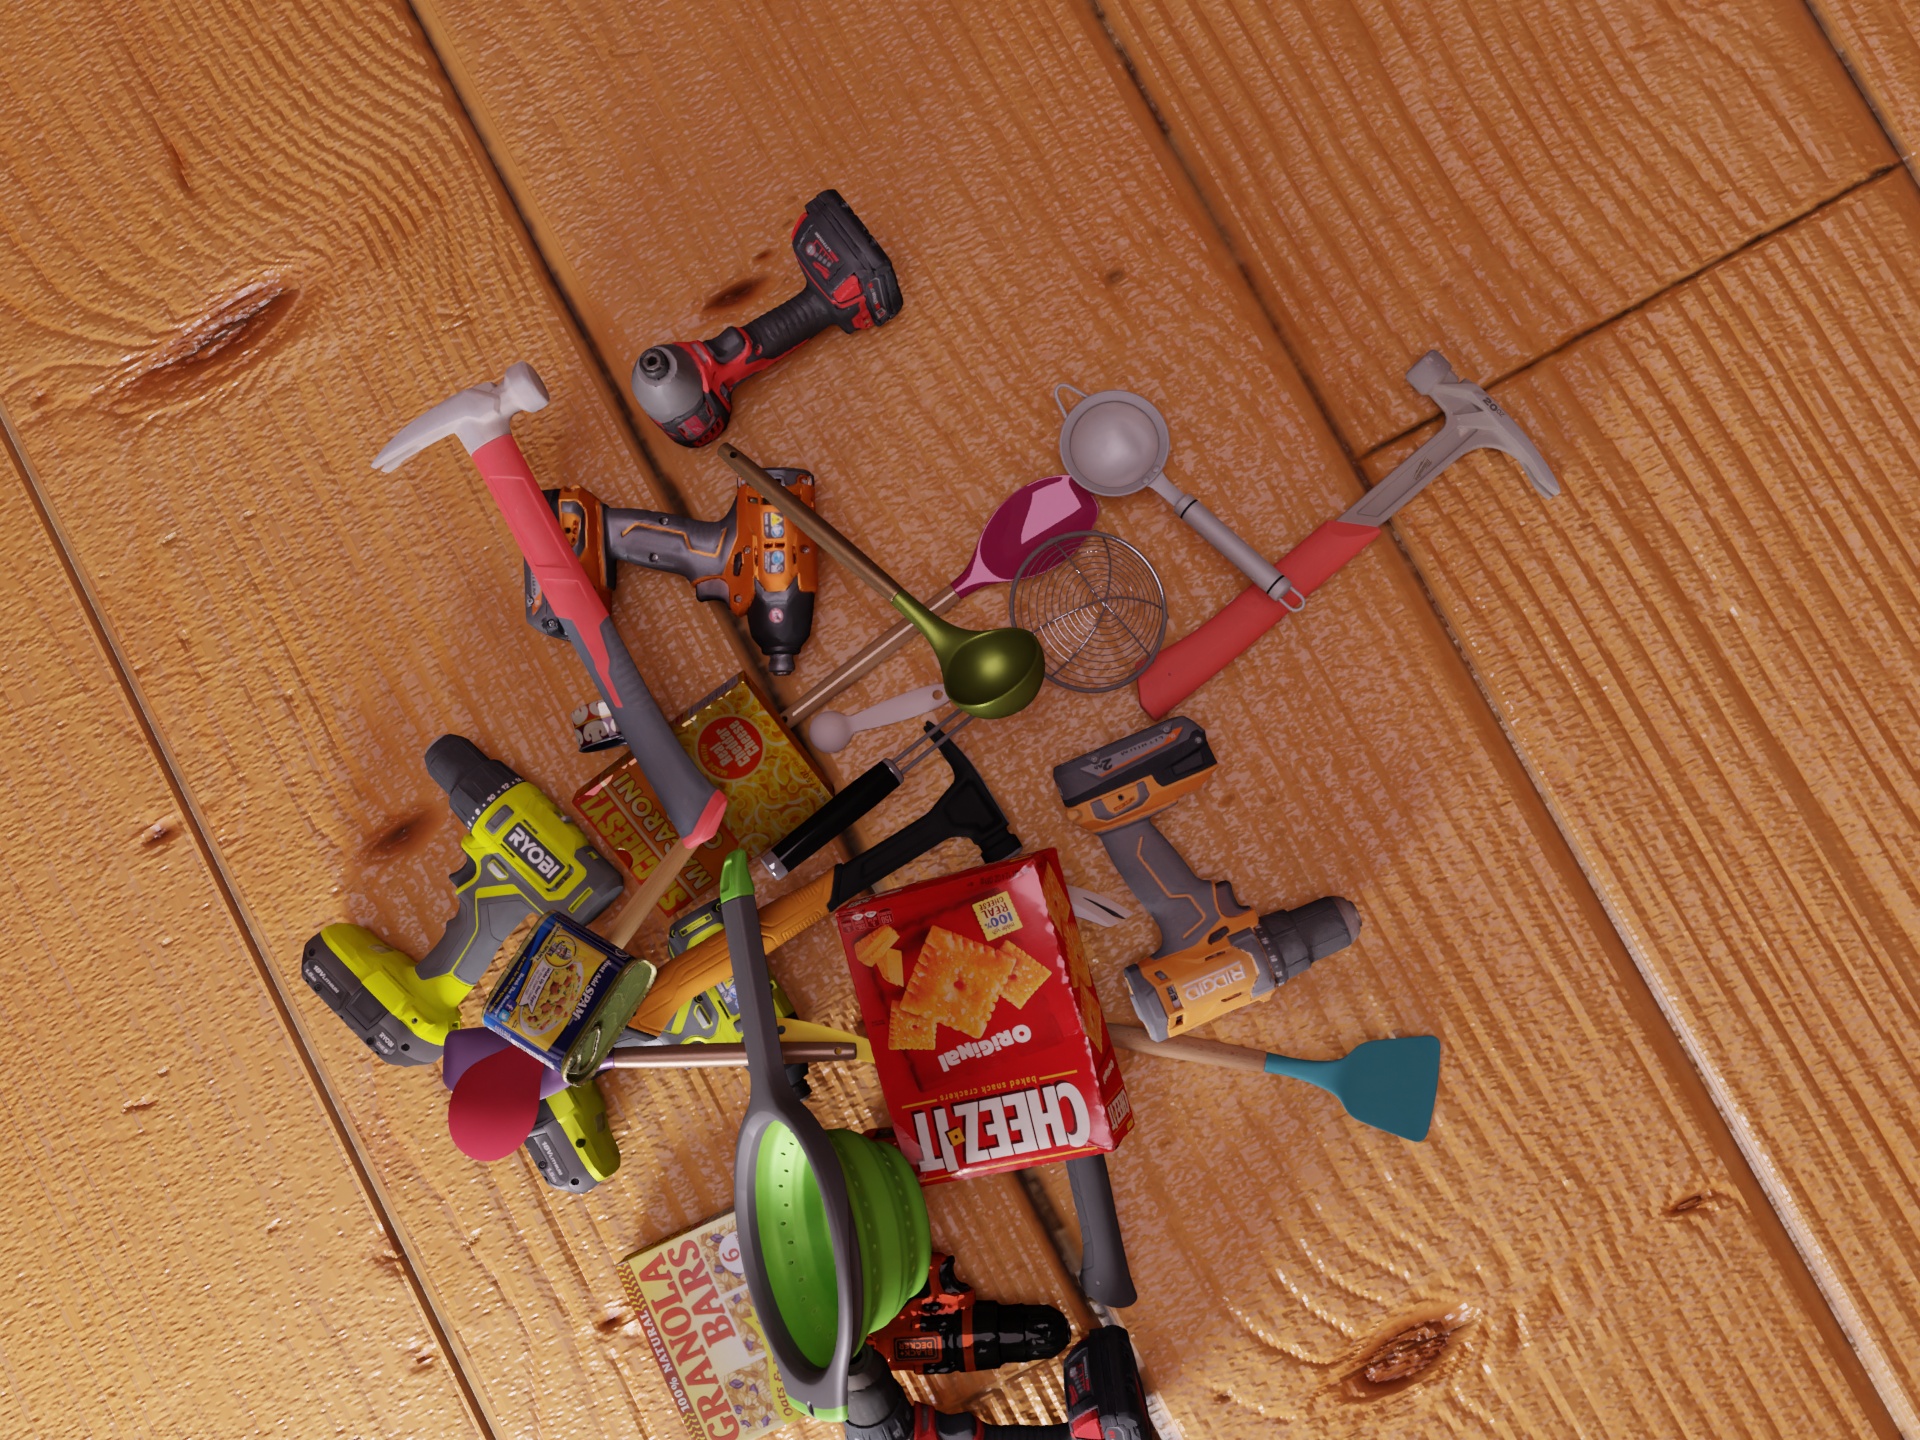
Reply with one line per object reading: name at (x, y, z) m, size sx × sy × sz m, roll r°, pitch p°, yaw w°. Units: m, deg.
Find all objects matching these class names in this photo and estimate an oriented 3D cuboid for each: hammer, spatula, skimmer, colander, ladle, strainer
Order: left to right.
hammer at (-0.299, -0.071, 1.207) m, size 0.143 × 0.038 × 0.386 m, roll -29°, pitch 88°, yaw 5°
ladle at (-0.281, 0.194, 1.203) m, size 0.069 × 0.031 × 0.315 m, roll 34°, pitch 79°, yaw 10°
spatula at (-0.236, 0.258, 1.208) m, size 0.316 × 0.018 × 0.060 m, roll -2°, pitch 79°, yaw 1°
hammer at (-0.122, 0.135, 1.227) m, size 0.337 × 0.034 × 0.127 m, roll -32°, pitch 85°, yaw -12°
colander at (-0.099, 0.284, 1.148) m, size 0.094 × 0.204 × 0.397 m, roll -5°, pitch 77°, yaw -28°
ladle at (-0.067, -0.114, 1.187) m, size 0.320 × 0.062 × 0.078 m, roll 41°, pitch 75°, yaw 13°
skimmer at (-0.002, -0.004, 1.204) m, size 0.363 × 0.090 × 0.127 m, roll -38°, pitch 87°, yaw -12°
hammer at (0.089, 0.285, 1.213) m, size 0.146 × 0.035 × 0.335 m, roll -9°, pitch 95°, yaw 38°
strainer at (0.168, -0.170, 1.236) m, size 0.087 × 0.050 × 0.258 m, roll -45°, pitch 75°, yaw -3°
spatula at (0.211, 0.261, 1.238) m, size 0.317 × 0.044 × 0.082 m, roll 9°, pitch 88°, yaw 10°
hammer at (0.285, -0.120, 1.241) m, size 0.359 × 0.036 × 0.149 m, roll -41°, pitch 85°, yaw 2°

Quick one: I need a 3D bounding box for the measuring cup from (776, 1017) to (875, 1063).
measuring cup at (-0.079, 0.254, 1.241) m, size 0.156 × 0.029 × 0.062 m, roll 16°, pitch 87°, yaw -11°

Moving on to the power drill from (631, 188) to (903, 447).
power drill at (-0.158, -0.305, 1.238) m, size 0.219 × 0.143 × 0.078 m, roll -37°, pitch 82°, yaw 0°

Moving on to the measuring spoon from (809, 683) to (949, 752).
measuring spoon at (-0.063, -0.006, 1.276) m, size 0.124 × 0.018 × 0.034 m, roll -19°, pitch 86°, yaw 3°

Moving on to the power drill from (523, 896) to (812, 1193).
power drill at (-0.238, 0.267, 1.252) m, size 0.223 × 0.080 × 0.171 m, roll -31°, pitch 84°, yaw 0°

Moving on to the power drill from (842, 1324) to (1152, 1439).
power drill at (0.022, 0.518, 1.182) m, size 0.226 × 0.080 × 0.187 m, roll -12°, pitch 120°, yaw 5°

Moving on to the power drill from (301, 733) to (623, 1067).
power drill at (-0.410, 0.142, 1.274) m, size 0.190 × 0.080 × 0.228 m, roll 43°, pitch 89°, yaw 5°

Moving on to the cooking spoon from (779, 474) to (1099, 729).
cooking spoon at (-0.025, -0.088, 1.277) m, size 0.319 × 0.017 × 0.069 m, roll -37°, pitch 84°, yaw 2°

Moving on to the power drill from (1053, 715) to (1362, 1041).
power drill at (0.188, 0.110, 1.218) m, size 0.185 × 0.084 × 0.226 m, roll -22°, pitch 88°, yaw -1°

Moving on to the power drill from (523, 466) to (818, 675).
power drill at (-0.226, -0.114, 1.267) m, size 0.226 × 0.084 × 0.164 m, roll -3°, pitch 88°, yaw 1°
